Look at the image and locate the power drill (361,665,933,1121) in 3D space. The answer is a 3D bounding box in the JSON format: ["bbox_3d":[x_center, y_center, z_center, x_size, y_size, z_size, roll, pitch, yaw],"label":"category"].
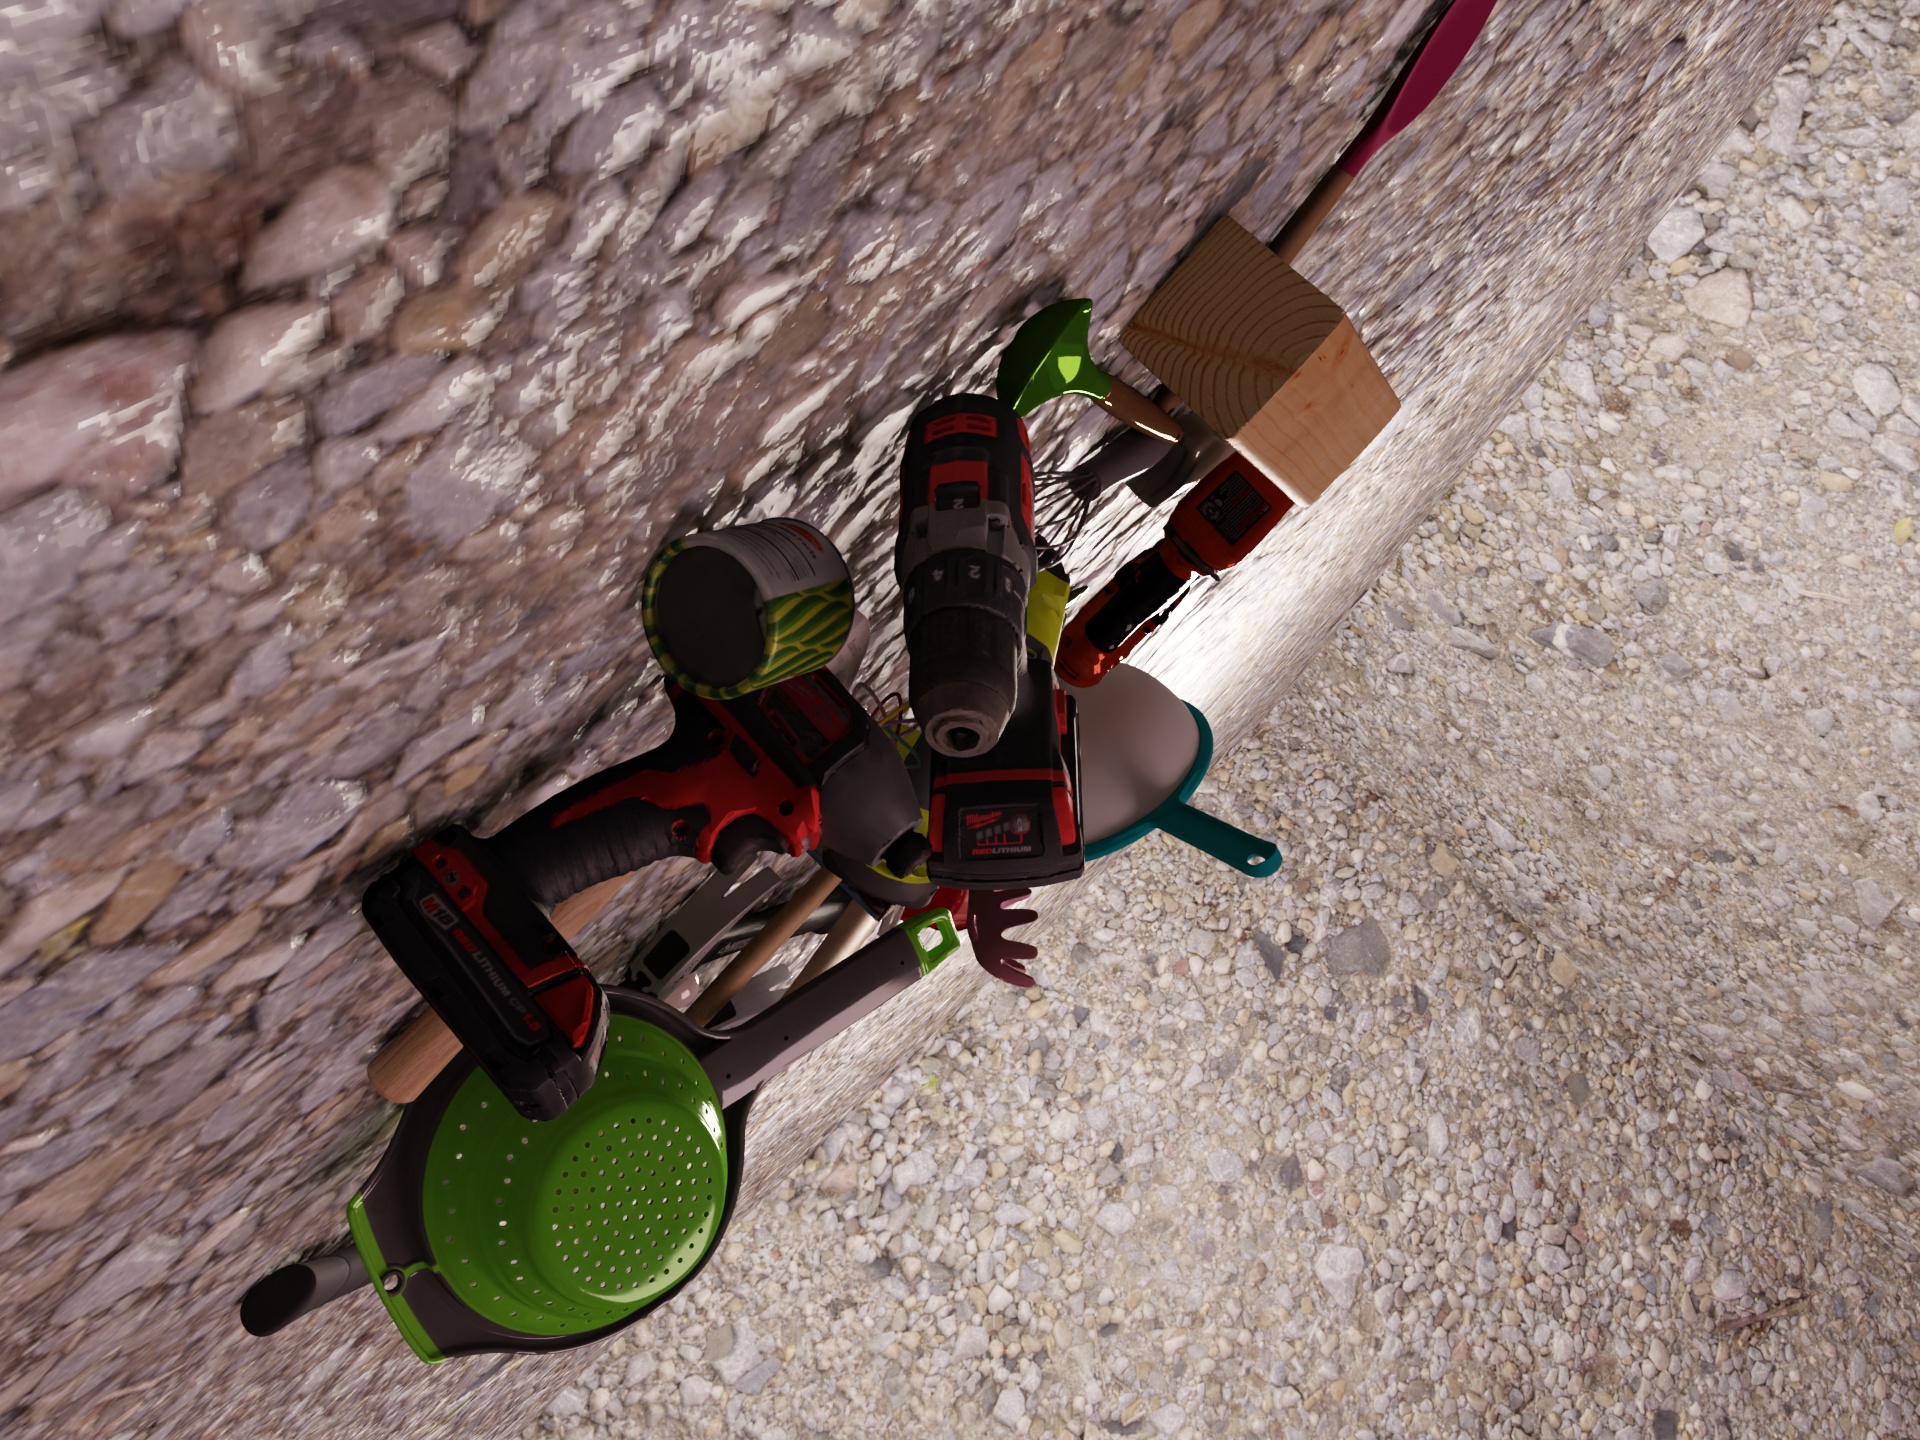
[{"bbox_3d":[-0.123,0.060,0.675,0.220,0.143,0.078,-39,169,-22],"label":"power drill"}]

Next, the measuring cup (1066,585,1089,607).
[{"bbox_3d":[0.054,-0.054,1.163,0.167,0.038,0.083,-34,163,-39],"label":"measuring cup"}]

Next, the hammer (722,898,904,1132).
[{"bbox_3d":[-0.099,0.184,1.152,0.146,0.038,0.411,-66,173,25],"label":"hammer"}]

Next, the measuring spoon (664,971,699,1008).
[{"bbox_3d":[-0.217,0.201,1.105,0.034,0.018,0.124,-51,167,19],"label":"measuring spoon"}]

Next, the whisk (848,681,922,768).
[{"bbox_3d":[-0.058,0.018,0.910,0.245,0.051,0.047,143,-29,-76],"label":"whisk"}]

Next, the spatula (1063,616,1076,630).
[{"bbox_3d":[0.061,-0.045,1.273,0.316,0.018,0.060,-40,-178,-28],"label":"spatula"}]

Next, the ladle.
[{"bbox_3d":[-0.159,0.197,1.044,0.320,0.062,0.078,-47,-178,-9],"label":"ladle"}]

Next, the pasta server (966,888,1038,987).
[{"bbox_3d":[0.019,0.068,1.069,0.316,0.040,0.060,-95,-174,-60],"label":"pasta server"}]

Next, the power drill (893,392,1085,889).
[{"bbox_3d":[0.012,-0.011,0.734,0.226,0.080,0.188,80,8,-48],"label":"power drill"}]

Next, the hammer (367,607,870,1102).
[{"bbox_3d":[-0.167,0.063,0.798,0.331,0.031,0.130,-46,168,-3],"label":"hammer"}]

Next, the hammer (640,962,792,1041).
[{"bbox_3d":[-0.185,0.253,1.315,0.128,0.033,0.331,-27,169,-7],"label":"hammer"}]

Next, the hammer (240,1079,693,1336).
[{"bbox_3d":[-0.330,0.332,1.087,0.149,0.036,0.409,-42,168,14],"label":"hammer"}]

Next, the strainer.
[{"bbox_3d":[0.118,0.030,1.217,0.211,0.095,0.341,-37,-151,-15],"label":"strainer"}]

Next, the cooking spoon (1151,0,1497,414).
[{"bbox_3d":[0.210,-0.304,0.943,0.318,0.017,0.068,-52,162,23],"label":"cooking spoon"}]

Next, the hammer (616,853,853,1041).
[{"bbox_3d":[-0.140,0.146,1.159,0.146,0.035,0.334,-48,168,9],"label":"hammer"}]

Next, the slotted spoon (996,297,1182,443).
[{"bbox_3d":[0.079,-0.174,0.857,0.070,0.031,0.313,-55,165,14],"label":"slotted spoon"}]

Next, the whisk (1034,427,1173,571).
[{"bbox_3d":[0.078,-0.142,0.948,0.239,0.055,0.055,-39,167,-51],"label":"whisk"}]

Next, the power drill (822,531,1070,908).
[{"bbox_3d":[-0.002,-0.003,0.988,0.223,0.080,0.171,-59,-170,39],"label":"power drill"}]

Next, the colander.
[{"bbox_3d":[-0.133,0.215,0.899,0.397,0.204,0.094,-29,-165,-31],"label":"colander"}]
